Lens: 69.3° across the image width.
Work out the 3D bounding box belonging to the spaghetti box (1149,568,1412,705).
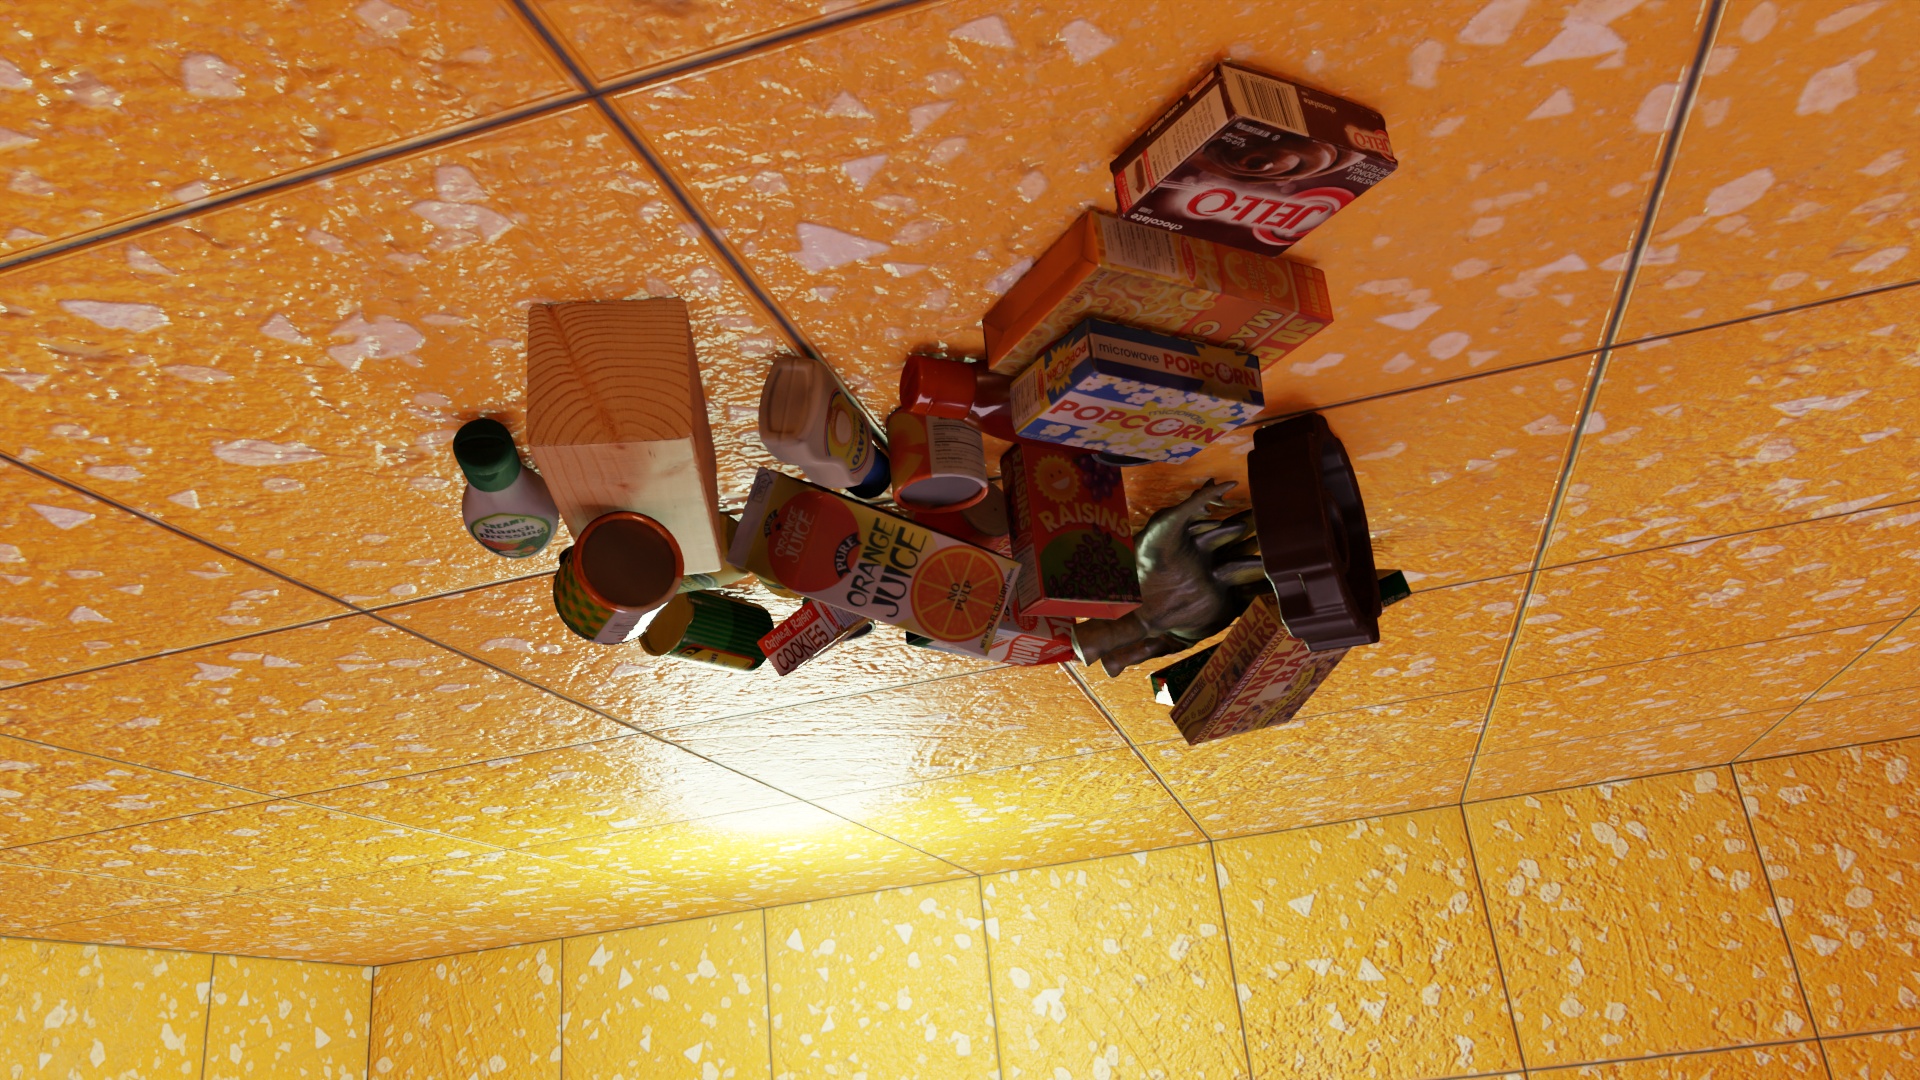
[{"bbox_3d":[0.290,0.087,1.264,0.250,0.028,0.050,-23,-177,-10],"label":"spaghetti box"}]

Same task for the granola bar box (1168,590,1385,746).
[{"bbox_3d":[0.266,0.103,1.181,0.124,0.039,0.164,-7,141,-33],"label":"granola bar box"}]

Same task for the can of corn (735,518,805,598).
[{"bbox_3d":[-0.130,0.007,1.059,0.071,0.071,0.058,-8,159,5],"label":"can of corn"}]

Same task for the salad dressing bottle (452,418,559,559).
[{"bbox_3d":[-0.310,-0.034,0.940,0.064,0.044,0.147,-4,158,-9],"label":"salad dressing bottle"}]

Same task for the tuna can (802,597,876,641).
[{"bbox_3d":[-0.113,0.067,1.264,0.071,0.033,0.071,-6,158,-2],"label":"tuna can"}]

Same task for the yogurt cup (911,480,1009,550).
[{"bbox_3d":[0.004,-0.013,1.058,0.072,0.072,0.053,10,145,-35],"label":"yogurt cup"}]

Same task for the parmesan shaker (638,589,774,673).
[{"bbox_3d":[-0.219,0.077,1.211,0.071,0.071,0.103,-21,154,33],"label":"parmesan shaker"}]

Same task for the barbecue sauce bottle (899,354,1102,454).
[{"bbox_3d":[0.035,-0.091,0.895,0.149,0.044,0.064,5,140,-25],"label":"barbecue sauce bottle"}]

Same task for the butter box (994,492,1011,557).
[{"bbox_3d":[0.035,-0.011,1.123,0.053,0.024,0.103,10,153,-34],"label":"butter box"}]

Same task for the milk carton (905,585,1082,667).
[{"bbox_3d":[0.042,0.064,1.250,0.190,0.072,0.073,15,149,-41],"label":"milk carton"}]

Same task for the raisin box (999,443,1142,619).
[{"bbox_3d":[0.079,-0.008,1.010,0.086,0.124,0.040,4,156,-26],"label":"raisin box"}]

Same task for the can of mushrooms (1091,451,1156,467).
[{"bbox_3d":[0.122,-0.080,0.963,0.071,0.033,0.070,-5,158,-2],"label":"can of mushrooms"}]

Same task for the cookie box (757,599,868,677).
[{"bbox_3d":[-0.078,0.045,1.128,0.123,0.040,0.166,-33,178,-40],"label":"cookie box"}]

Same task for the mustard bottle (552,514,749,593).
[{"bbox_3d":[-0.245,0.019,1.084,0.160,0.049,0.065,-12,154,14],"label":"mustard bottle"}]

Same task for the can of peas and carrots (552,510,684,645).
[{"bbox_3d":[-0.207,0.021,0.834,0.071,0.071,0.058,5,155,-27],"label":"can of peas and carrots"}]

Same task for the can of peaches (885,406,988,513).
[{"bbox_3d":[-0.017,-0.056,0.950,0.071,0.058,0.071,-6,158,-2],"label":"can of peaches"}]

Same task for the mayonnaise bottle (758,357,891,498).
[{"bbox_3d":[-0.084,-0.066,0.906,0.041,0.065,0.148,3,166,18],"label":"mayonnaise bottle"}]

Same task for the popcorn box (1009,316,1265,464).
[{"bbox_3d":[0.104,-0.086,0.823,0.127,0.038,0.085,7,154,-29],"label":"popcorn box"}]

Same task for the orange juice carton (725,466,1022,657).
[{"bbox_3d":[-0.063,0.013,0.970,0.193,0.071,0.073,20,-178,-18],"label":"orange juice carton"}]

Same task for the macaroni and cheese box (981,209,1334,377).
[{"bbox_3d":[0.115,-0.132,0.823,0.167,0.040,0.123,6,156,-28],"label":"macaroni and cheese box"}]
